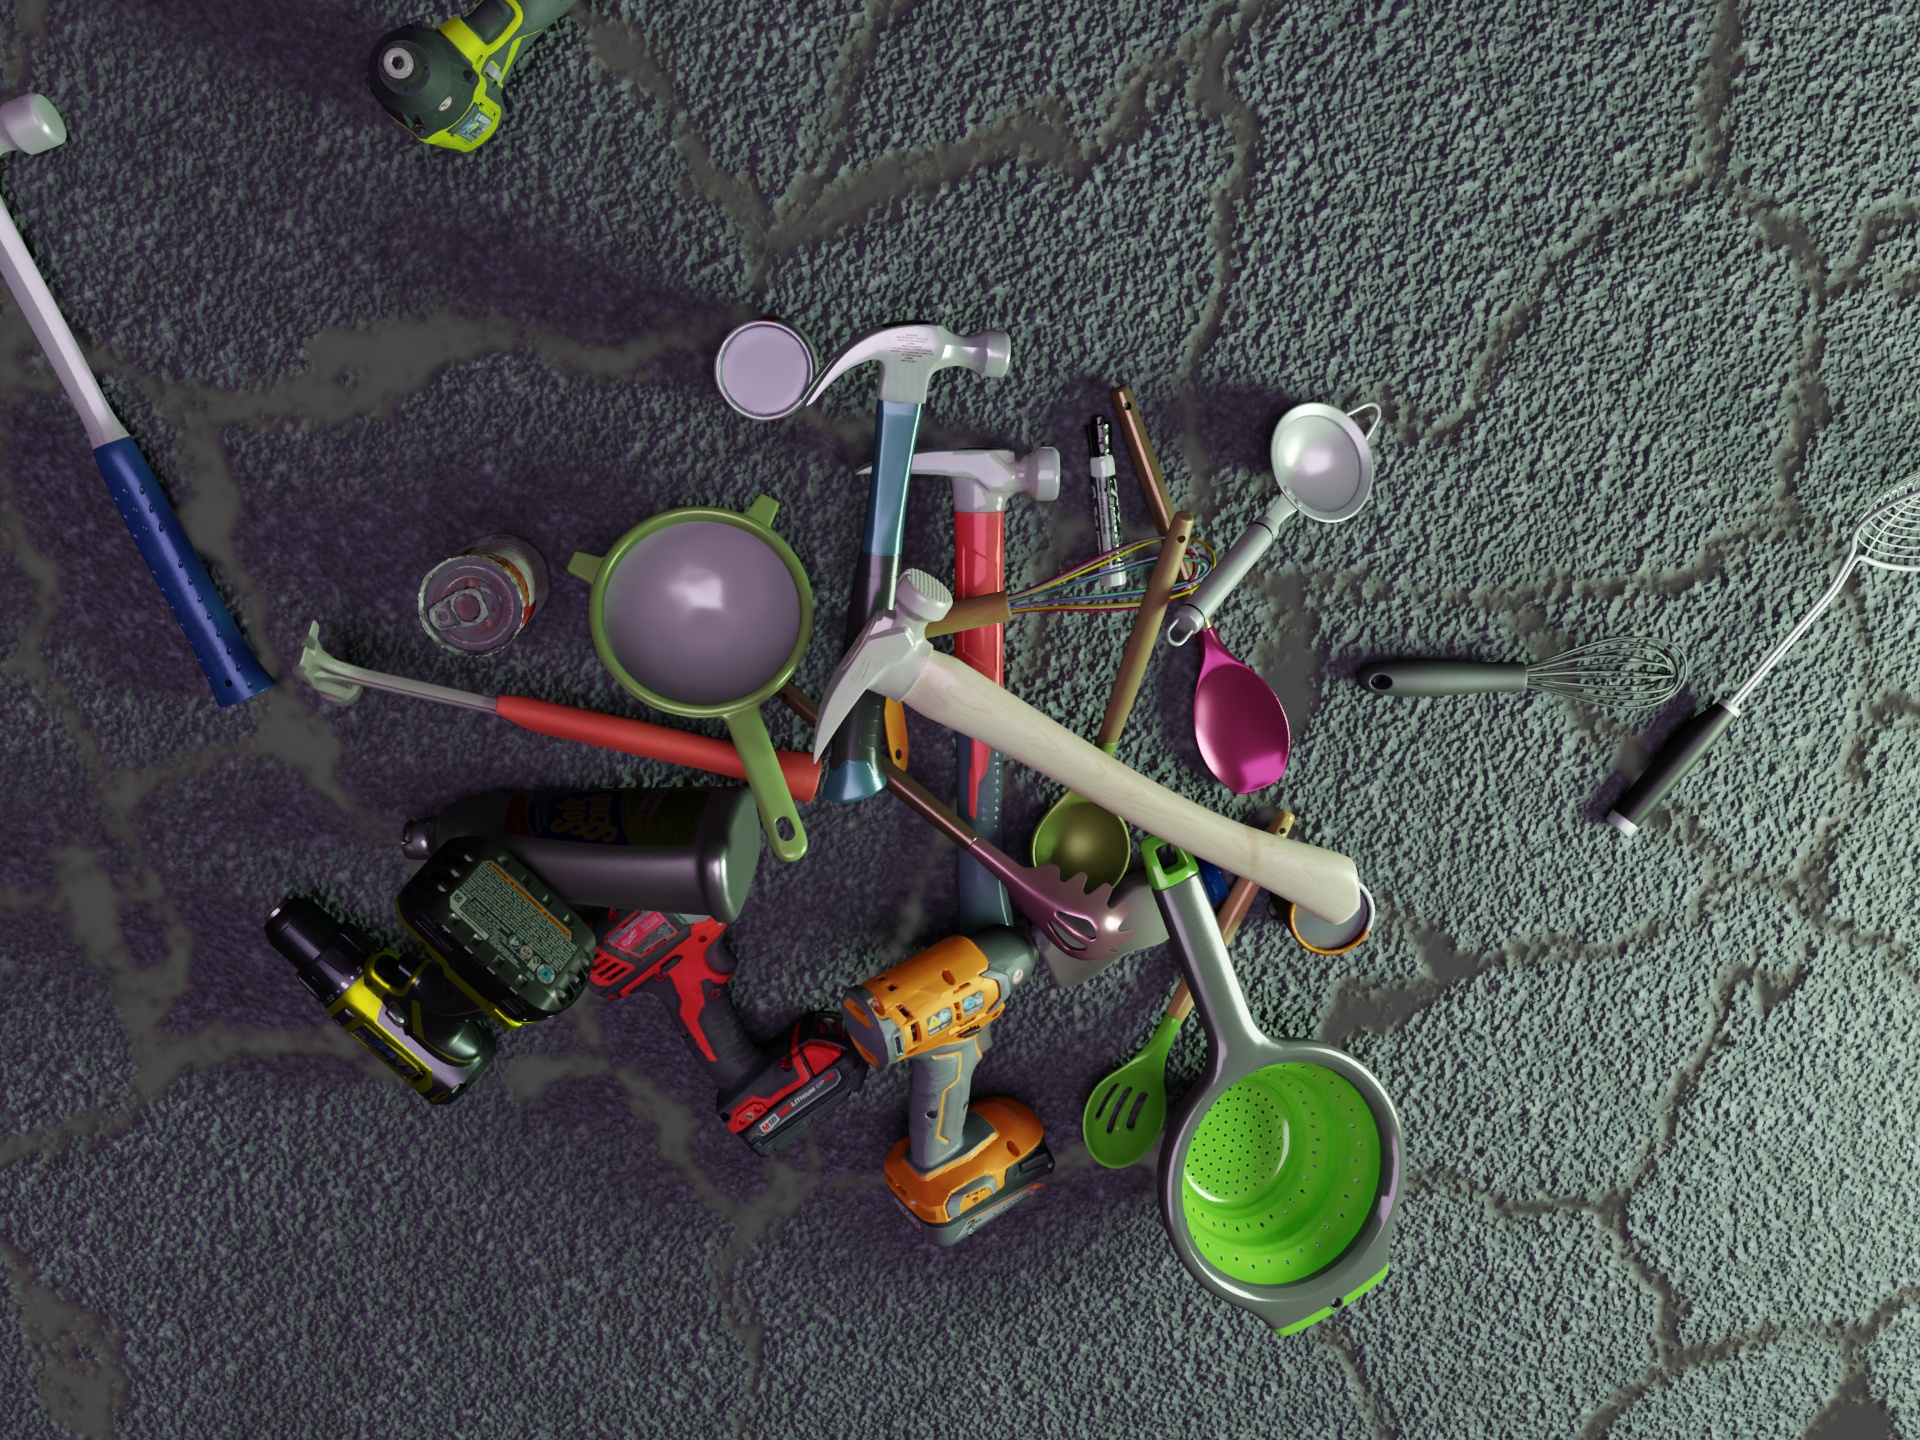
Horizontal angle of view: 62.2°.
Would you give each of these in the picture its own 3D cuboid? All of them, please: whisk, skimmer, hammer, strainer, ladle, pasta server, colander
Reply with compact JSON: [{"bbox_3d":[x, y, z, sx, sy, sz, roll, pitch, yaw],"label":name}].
[{"bbox_3d":[0.055,-0.087,1.100,0.245,0.051,0.047,-12,84,7],"label":"whisk"},{"bbox_3d":[0.624,-0.041,1.158,0.127,0.090,0.363,27,107,-42],"label":"skimmer"},{"bbox_3d":[0.099,0.051,1.091,0.410,0.038,0.146,28,115,-17],"label":"hammer"},{"bbox_3d":[-0.160,-0.020,1.099,0.151,0.069,0.256,-20,82,-13],"label":"strainer"},{"bbox_3d":[-0.002,-0.004,1.158,0.143,0.038,0.386,-1,105,-2],"label":"hammer"},{"bbox_3d":[-0.583,-0.195,1.072,0.144,0.035,0.405,-21,105,2],"label":"hammer"},{"bbox_3d":[-0.272,0.000,1.105,0.359,0.149,0.037,13,78,-13],"label":"hammer"},{"bbox_3d":[0.113,-0.001,1.101,0.078,0.062,0.320,2,130,-17],"label":"ladle"},{"bbox_3d":[-0.053,-0.099,1.060,0.128,0.033,0.331,4,110,-12],"label":"hammer"},{"bbox_3d":[0.209,-0.135,1.086,0.087,0.050,0.258,48,61,-10],"label":"strainer"},{"bbox_3d":[0.412,-0.035,1.171,0.239,0.055,0.055,-1,105,1],"label":"whisk"},{"bbox_3d":[-0.010,0.069,1.145,0.316,0.040,0.060,39,114,4],"label":"pasta server"},{"bbox_3d":[0.201,0.262,1.209,0.204,0.094,0.397,-24,100,-15],"label":"colander"}]

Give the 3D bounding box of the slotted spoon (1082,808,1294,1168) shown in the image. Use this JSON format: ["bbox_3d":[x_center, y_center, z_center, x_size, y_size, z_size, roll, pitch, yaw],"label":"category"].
[{"bbox_3d":[0.180,0.207,1.232,0.070,0.031,0.313,23,101,-17],"label":"slotted spoon"}]

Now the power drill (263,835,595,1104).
[{"bbox_3d":[-0.380,0.170,1.122,0.190,0.080,0.228,46,131,-14],"label":"power drill"}]

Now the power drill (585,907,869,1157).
[{"bbox_3d":[-0.172,0.203,1.187,0.143,0.078,0.219,-39,101,7],"label":"power drill"}]

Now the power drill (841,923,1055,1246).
[{"bbox_3d":[0.007,0.258,1.175,0.164,0.084,0.226,-24,122,-27],"label":"power drill"}]

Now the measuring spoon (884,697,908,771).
[{"bbox_3d":[-0.054,-0.016,1.163,0.011,0.021,0.117,6,112,39],"label":"measuring spoon"}]

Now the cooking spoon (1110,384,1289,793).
[{"bbox_3d":[0.168,-0.091,1.154,0.069,0.017,0.318,-22,106,2],"label":"cooking spoon"}]

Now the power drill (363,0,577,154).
[{"bbox_3d":[-0.261,-0.441,0.956,0.223,0.171,0.080,-45,103,5],"label":"power drill"}]
